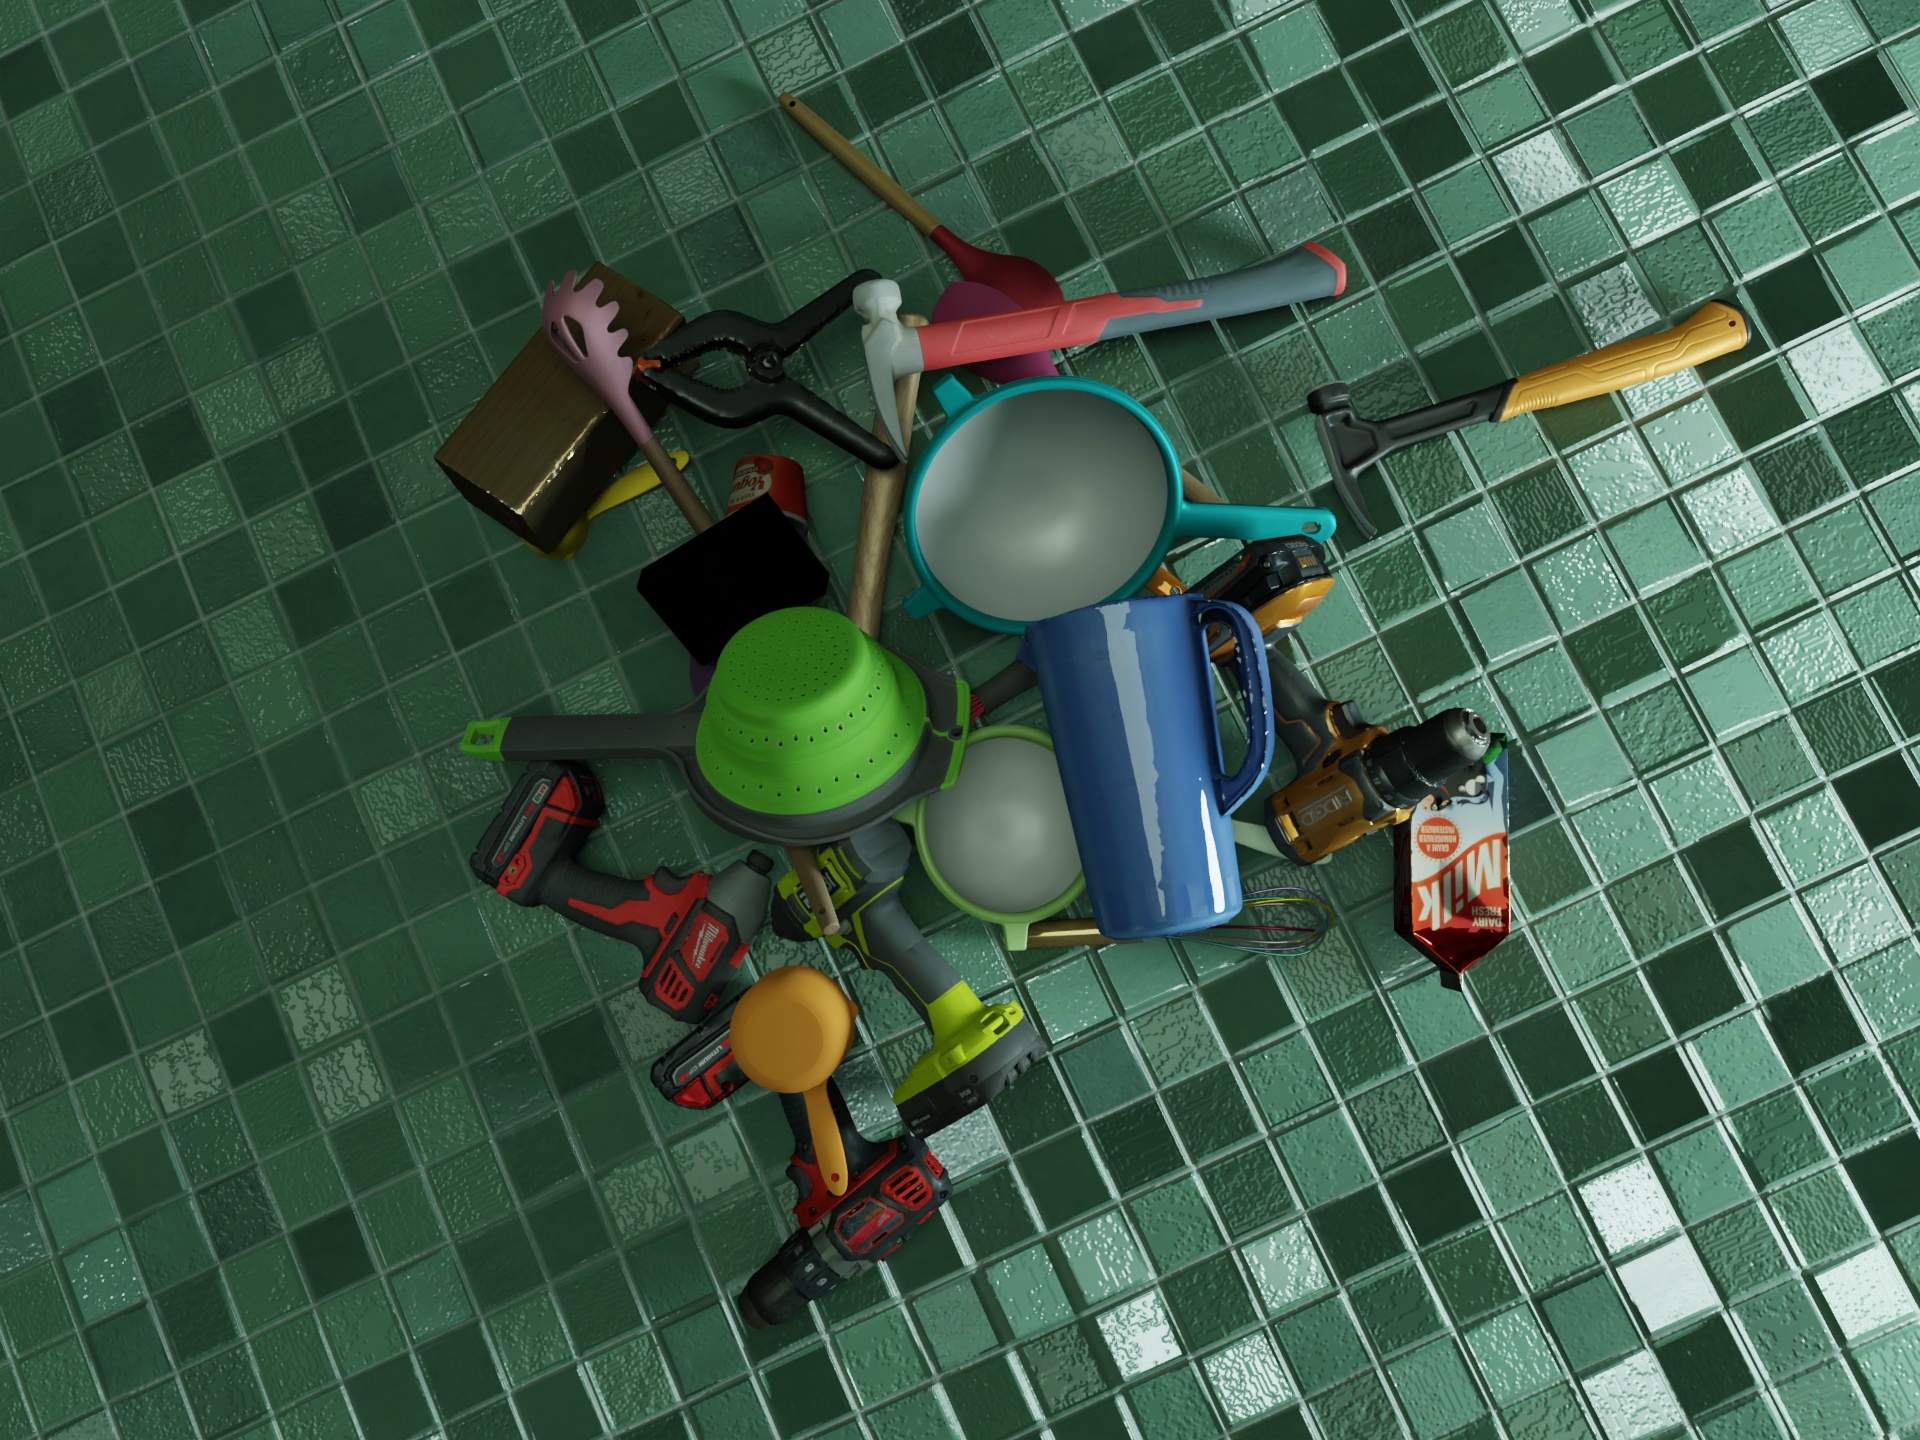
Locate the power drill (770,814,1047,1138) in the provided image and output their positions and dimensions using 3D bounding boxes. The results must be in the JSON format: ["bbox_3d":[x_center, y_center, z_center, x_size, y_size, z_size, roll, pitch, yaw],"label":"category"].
[{"bbox_3d":[-0.051,0.193,1.197,0.080,0.171,0.223,-30,81,-42],"label":"power drill"}]

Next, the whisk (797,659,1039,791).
[{"bbox_3d":[-0.002,-0.004,1.234,0.296,0.073,0.073,-32,82,-12],"label":"whisk"}]

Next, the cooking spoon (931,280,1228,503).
[{"bbox_3d":[0.108,-0.245,1.278,0.319,0.017,0.068,38,118,5],"label":"cooking spoon"}]

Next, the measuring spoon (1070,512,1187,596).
[{"bbox_3d":[0.137,-0.129,1.273,0.117,0.011,0.021,38,89,8],"label":"measuring spoon"}]

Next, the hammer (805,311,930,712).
[{"bbox_3d":[-0.068,-0.168,1.288,0.130,0.031,0.331,7,84,6],"label":"hammer"}]

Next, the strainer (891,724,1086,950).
[{"bbox_3d":[0.067,0.047,1.241,0.256,0.069,0.151,-44,94,-18],"label":"strainer"}]

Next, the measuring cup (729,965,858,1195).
[{"bbox_3d":[-0.113,0.267,1.155,0.095,0.052,0.173,-15,88,6],"label":"measuring cup"}]

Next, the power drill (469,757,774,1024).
[{"bbox_3d":[-0.257,0.124,1.249,0.220,0.078,0.143,32,88,9],"label":"power drill"}]

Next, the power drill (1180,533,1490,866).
[{"bbox_3d":[0.269,-0.026,1.170,0.185,0.084,0.226,-37,72,44],"label":"power drill"}]

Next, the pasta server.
[{"bbox_3d":[-0.225,-0.198,1.231,0.060,0.040,0.316,-16,121,29],"label":"pasta server"}]

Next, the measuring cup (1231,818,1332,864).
[{"bbox_3d":[0.206,0.083,1.228,0.167,0.038,0.083,15,85,9],"label":"measuring cup"}]

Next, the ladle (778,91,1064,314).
[{"bbox_3d":[-0.037,-0.421,1.317,0.315,0.031,0.069,43,92,10],"label":"ladle"}]

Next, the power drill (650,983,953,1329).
[{"bbox_3d":[-0.141,0.333,1.220,0.188,0.080,0.227,-40,85,1],"label":"power drill"}]

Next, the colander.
[{"bbox_3d":[-0.195,-0.014,1.176,0.397,0.094,0.205,-1,48,10],"label":"colander"}]

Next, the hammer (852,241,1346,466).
[{"bbox_3d":[0.117,-0.303,1.253,0.386,0.038,0.143,-11,85,-4],"label":"hammer"}]

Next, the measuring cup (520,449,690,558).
[{"bbox_3d":[-0.296,-0.186,1.312,0.156,0.029,0.062,-27,82,5],"label":"measuring cup"}]

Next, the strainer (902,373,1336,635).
[{"bbox_3d":[0.118,-0.175,1.228,0.340,0.095,0.210,1,122,-13],"label":"strainer"}]

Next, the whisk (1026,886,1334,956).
[{"bbox_3d":[0.164,0.163,1.226,0.245,0.047,0.051,-5,71,9],"label":"whisk"}]

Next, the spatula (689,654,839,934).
[{"bbox_3d":[-0.149,0.037,1.209,0.060,0.018,0.316,-30,52,3],"label":"spatula"}]

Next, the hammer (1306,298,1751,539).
[{"bbox_3d":[0.451,-0.250,1.244,0.337,0.034,0.127,-17,82,3],"label":"hammer"}]
